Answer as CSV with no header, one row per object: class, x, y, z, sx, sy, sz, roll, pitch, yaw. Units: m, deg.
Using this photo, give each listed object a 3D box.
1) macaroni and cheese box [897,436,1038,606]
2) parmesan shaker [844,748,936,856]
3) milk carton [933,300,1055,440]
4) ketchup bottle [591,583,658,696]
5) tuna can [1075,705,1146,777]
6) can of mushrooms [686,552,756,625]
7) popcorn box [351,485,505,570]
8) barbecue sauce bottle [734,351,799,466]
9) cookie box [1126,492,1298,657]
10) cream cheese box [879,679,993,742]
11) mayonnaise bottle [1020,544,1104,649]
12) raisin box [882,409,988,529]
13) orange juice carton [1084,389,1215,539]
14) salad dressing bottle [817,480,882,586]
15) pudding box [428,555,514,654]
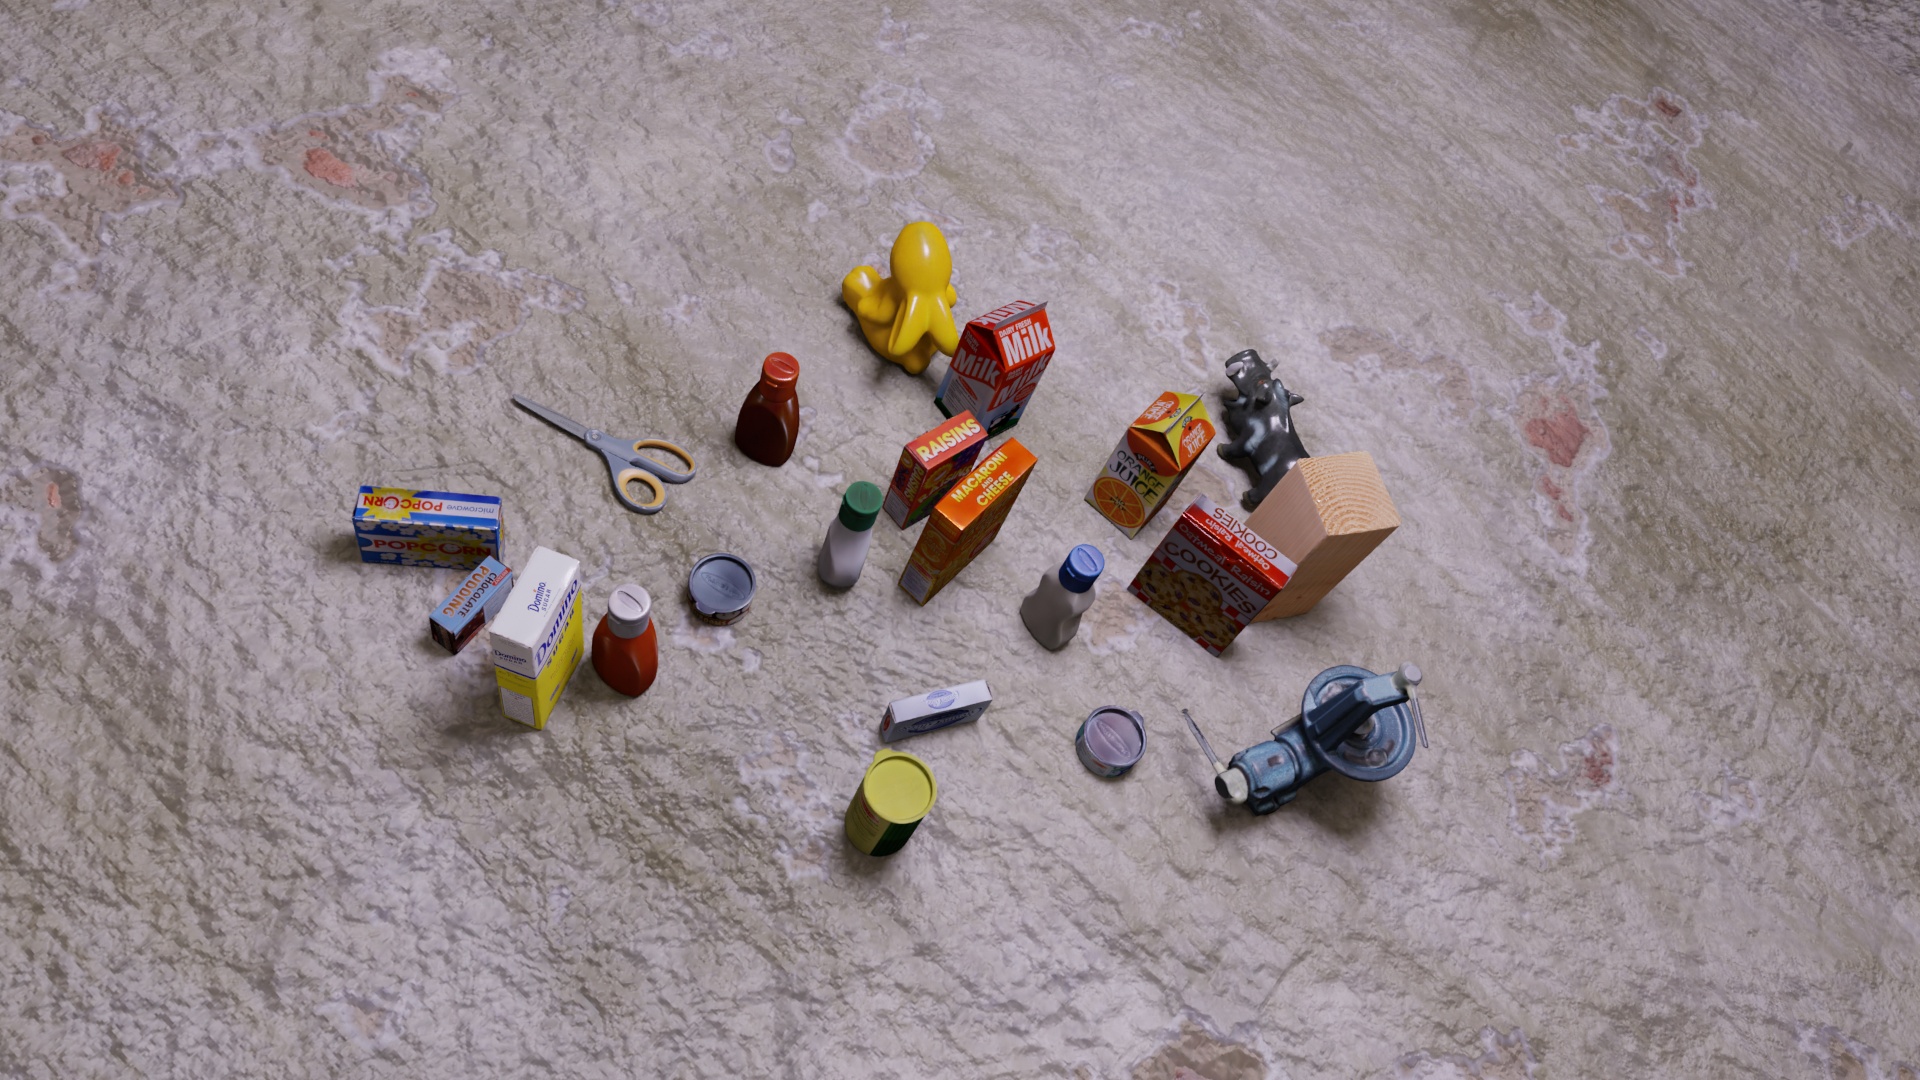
macaroni and cheese box,0.005,-0.018,1.401,0.040,0.165,0.124,41,59,9
parmesan shaker,-0.066,0.240,1.270,0.071,0.102,0.071,7,60,-12
milk carton,0.040,-0.189,1.496,0.072,0.189,0.073,-29,72,-28
ketchup bottle,-0.304,0.089,1.262,0.065,0.148,0.044,37,58,7
tuna can,0.153,0.201,1.396,0.071,0.032,0.071,7,59,-12
can of mushrooms,-0.238,0.050,1.371,0.071,0.033,0.071,7,59,-12
popcorn box,-0.495,-0.010,1.302,0.127,0.084,0.038,5,60,-13
barbecue sauce bottle,-0.193,-0.135,1.423,0.065,0.147,0.044,29,58,1
cookie box,0.257,0.039,1.440,0.123,0.166,0.040,38,58,7
cream cheese box,-0.024,0.166,1.354,0.104,0.053,0.024,-11,65,-21
mayonnaise bottle,0.106,0.054,1.400,0.041,0.147,0.065,-28,72,-28
raisin box,-0.027,-0.073,1.450,0.086,0.122,0.040,-31,73,-28
orange juice carton,0.208,-0.089,1.485,0.073,0.191,0.072,42,59,9
salad dressing bottle,-0.109,-0.006,1.373,0.044,0.147,0.064,5,60,-13
pudding box,-0.454,0.060,1.294,0.030,0.049,0.084,33,58,4
